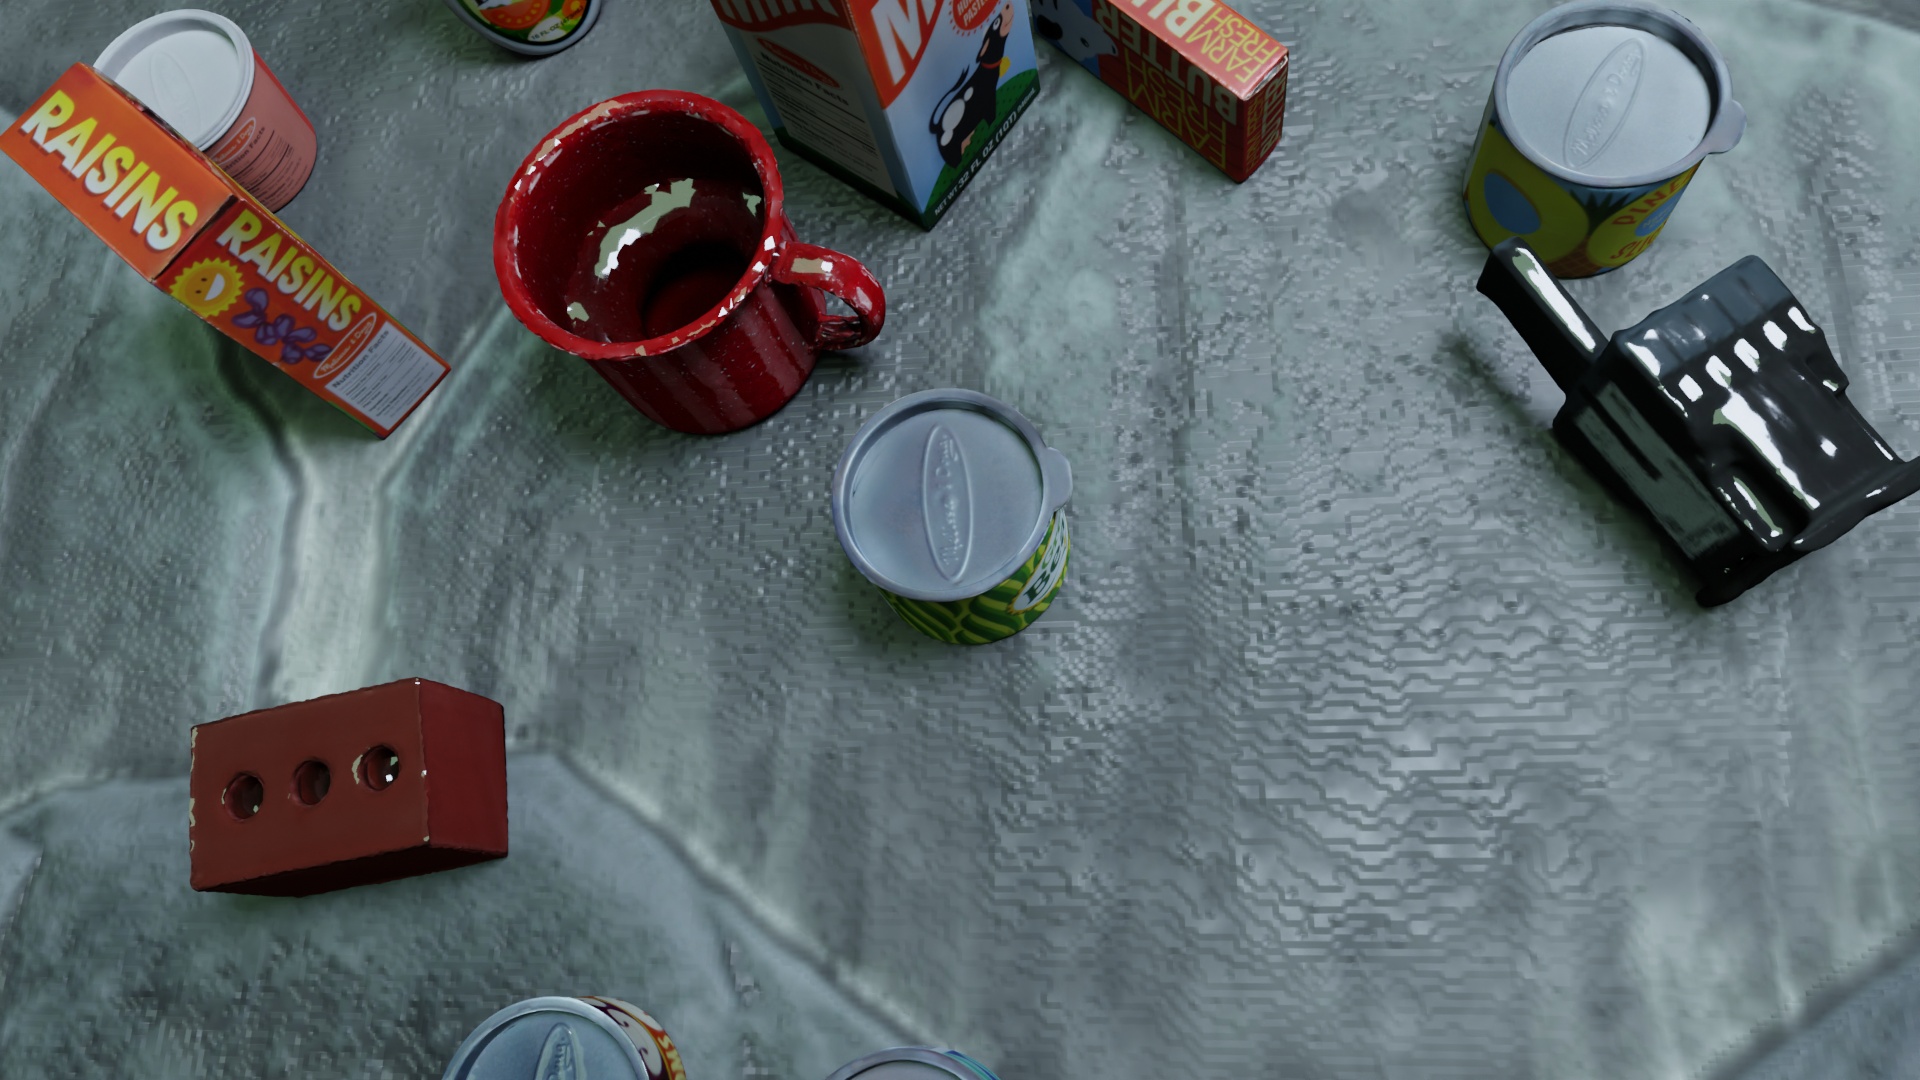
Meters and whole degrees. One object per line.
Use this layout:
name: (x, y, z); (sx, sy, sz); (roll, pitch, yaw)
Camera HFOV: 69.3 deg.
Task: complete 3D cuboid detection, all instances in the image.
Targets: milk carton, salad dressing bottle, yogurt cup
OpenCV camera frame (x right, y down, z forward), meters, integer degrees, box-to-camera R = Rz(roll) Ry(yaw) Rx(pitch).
milk carton: (-0.033, -0.184, 0.423); (0.073, 0.190, 0.072); (34, 81, 18)
salad dressing bottle: (-0.176, -0.234, 0.487); (0.064, 0.147, 0.044); (-33, 70, -1)
yogurt cup: (-0.286, -0.159, 0.531); (0.072, 0.054, 0.072); (-3, 72, 9)

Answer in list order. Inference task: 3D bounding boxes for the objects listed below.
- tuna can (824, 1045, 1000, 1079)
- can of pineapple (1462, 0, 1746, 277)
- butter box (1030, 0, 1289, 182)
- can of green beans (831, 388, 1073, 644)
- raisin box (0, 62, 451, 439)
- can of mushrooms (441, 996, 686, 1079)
tuna can: (-0.012, 0.177, 0.384); (0.071, 0.032, 0.071); (-3, 72, 9)
can of pineapple: (0.197, -0.123, 0.434); (0.071, 0.057, 0.071); (-3, 72, 9)
butter box: (0.066, -0.171, 0.475); (0.024, 0.053, 0.104); (-45, 71, -6)
can of green beans: (-0.001, -0.006, 0.429); (0.071, 0.057, 0.071); (-3, 72, 9)
raisin box: (-0.239, -0.092, 0.464); (0.086, 0.123, 0.040); (38, 82, 19)
can of mushrooms: (-0.113, 0.168, 0.405); (0.071, 0.033, 0.071); (-3, 72, 9)
